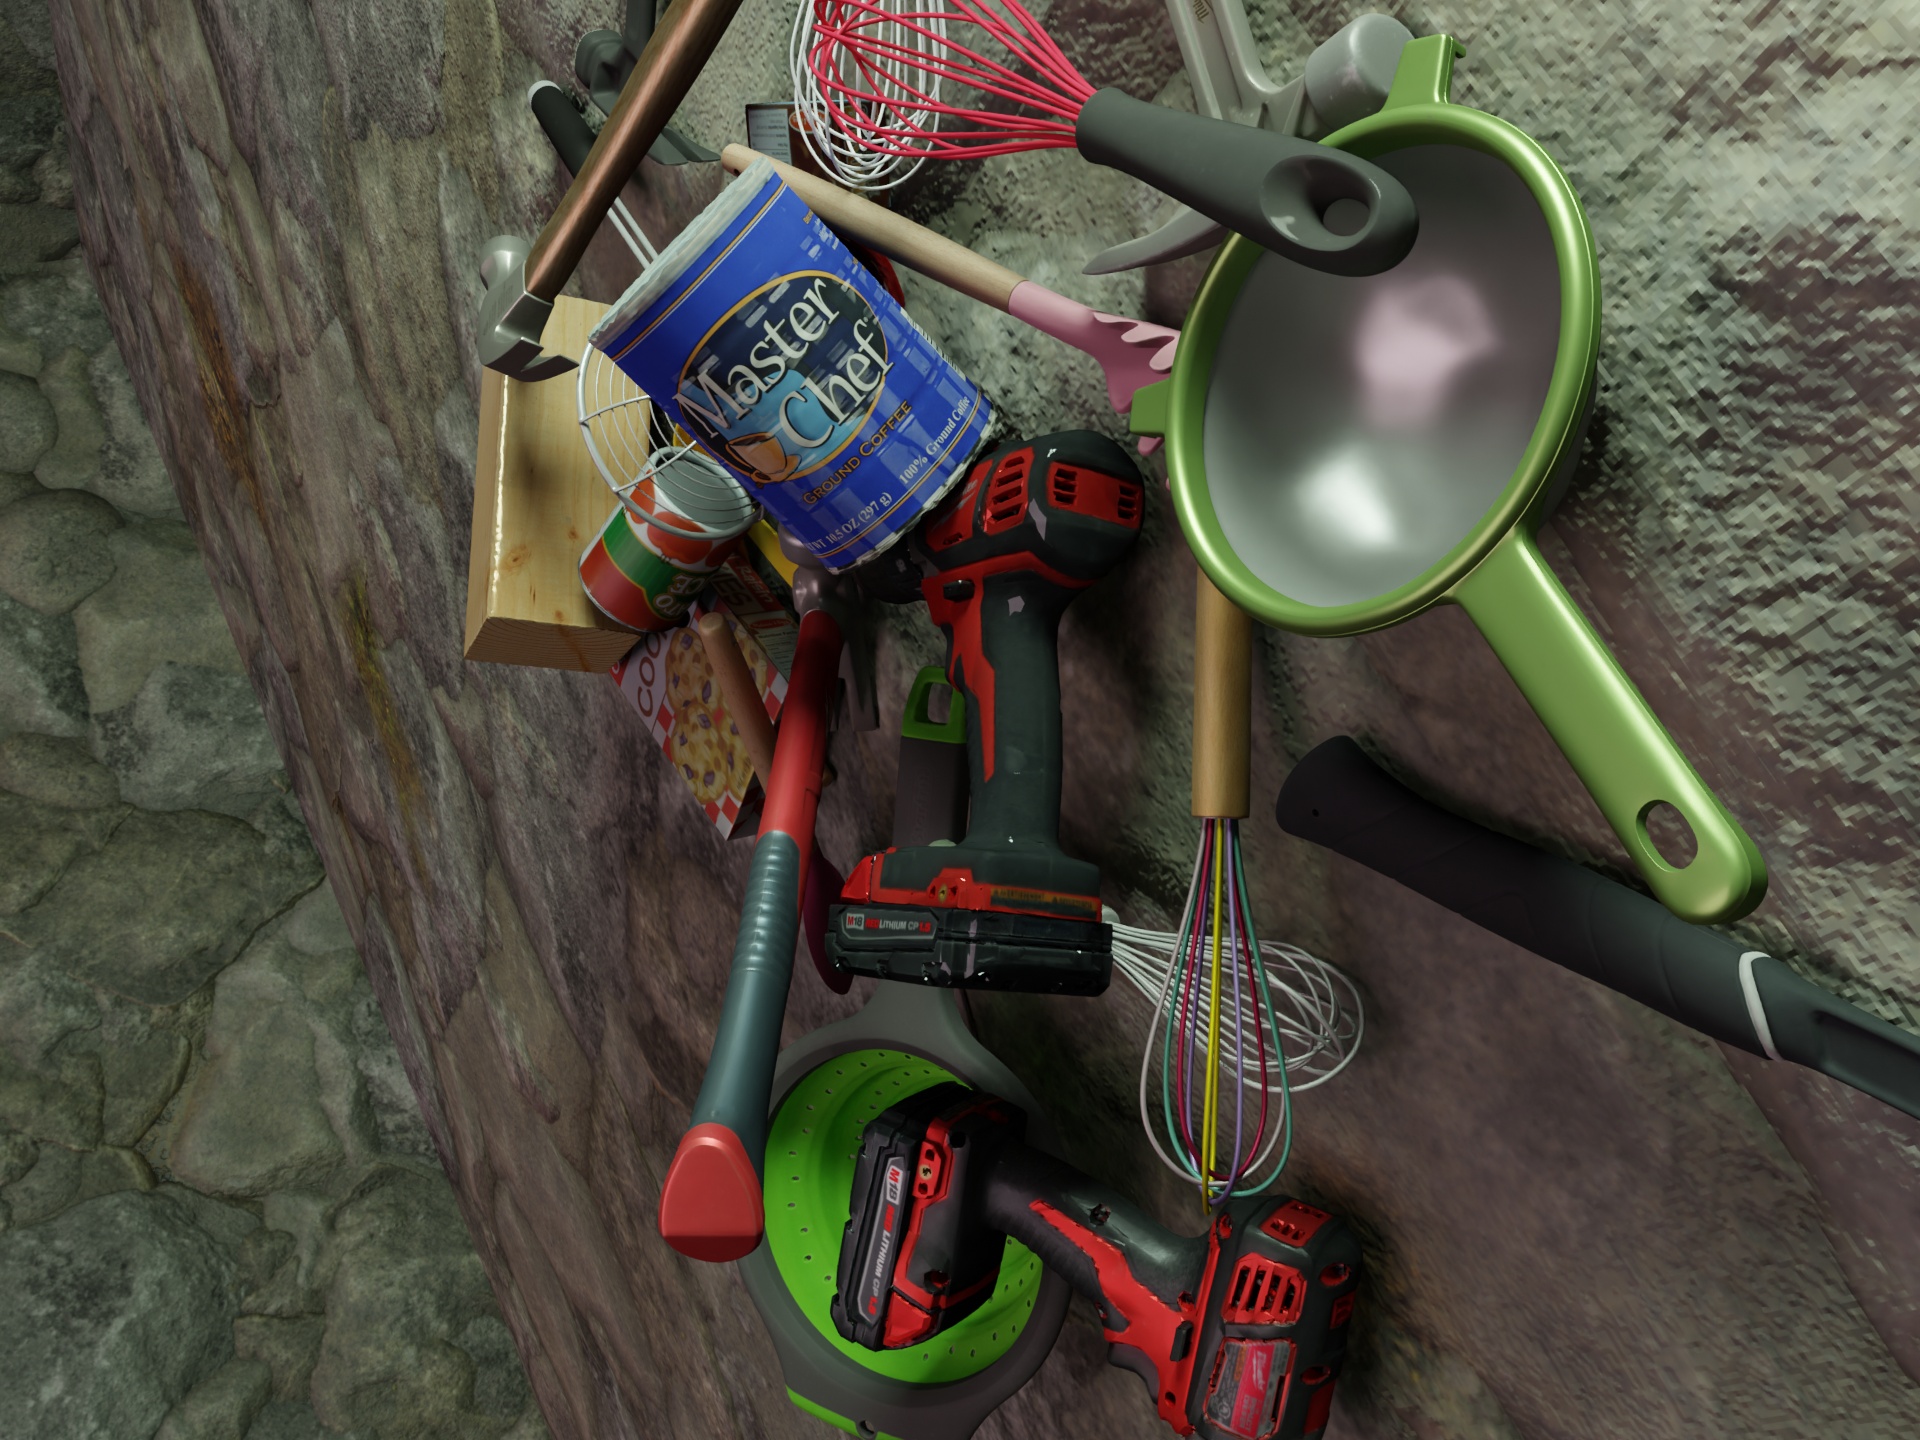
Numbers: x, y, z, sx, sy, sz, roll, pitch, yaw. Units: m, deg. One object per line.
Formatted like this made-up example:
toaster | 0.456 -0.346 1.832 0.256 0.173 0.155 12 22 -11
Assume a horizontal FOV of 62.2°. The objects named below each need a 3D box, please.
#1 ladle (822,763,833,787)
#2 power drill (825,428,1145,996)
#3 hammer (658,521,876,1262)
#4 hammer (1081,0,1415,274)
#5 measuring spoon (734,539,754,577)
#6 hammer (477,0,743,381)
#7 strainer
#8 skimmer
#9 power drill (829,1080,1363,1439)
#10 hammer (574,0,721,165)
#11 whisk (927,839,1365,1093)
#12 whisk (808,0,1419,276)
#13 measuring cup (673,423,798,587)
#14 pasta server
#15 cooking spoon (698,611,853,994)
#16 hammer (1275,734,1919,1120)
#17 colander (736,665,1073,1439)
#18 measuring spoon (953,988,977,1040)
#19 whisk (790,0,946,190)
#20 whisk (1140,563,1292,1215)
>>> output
ladle | -0.170 -0.060 1.024 0.316 0.031 0.069 47 137 33
power drill | -0.001 -0.002 0.683 0.188 0.080 0.227 -7 76 59
hammer | -0.076 0.067 0.704 0.387 0.038 0.143 -86 -7 -50
hammer | 0.042 -0.339 0.528 0.149 0.036 0.359 -15 93 59
measuring spoon | -0.128 -0.092 0.958 0.021 0.011 0.117 -29 77 50
hammer | -0.149 -0.289 0.752 0.331 0.031 0.130 -44 44 35
strainer | 0.151 -0.054 0.439 0.151 0.069 0.257 -51 48 36
skimmer | -0.197 -0.247 0.902 0.090 0.127 0.364 -57 47 29
power drill | 0.057 0.254 0.696 0.220 0.078 0.143 14 98 29
hammer | -0.145 -0.446 0.771 0.127 0.034 0.336 51 143 32
whisk | 0.065 0.095 0.681 0.246 0.059 0.057 19 153 46
whisk | 0.035 -0.198 0.520 0.296 0.073 0.073 40 137 42
measuring cup | -0.107 -0.115 0.904 0.156 0.029 0.062 50 142 12
pasta server | 0.000 -0.174 0.638 0.316 0.040 0.060 35 159 32
cooking spoon | -0.089 0.053 0.847 0.318 0.017 0.069 75 -162 -50
hammer | 0.242 0.092 0.439 0.409 0.036 0.149 29 130 49
colander | -0.009 0.170 0.833 0.204 0.094 0.397 8 95 28
measuring spoon | -0.003 0.179 0.889 0.034 0.018 0.124 -11 96 59
whisk | -0.028 -0.352 0.617 0.070 0.070 0.284 38 131 43
whisk | 0.096 0.058 0.586 0.051 0.047 0.245 -2 84 41
